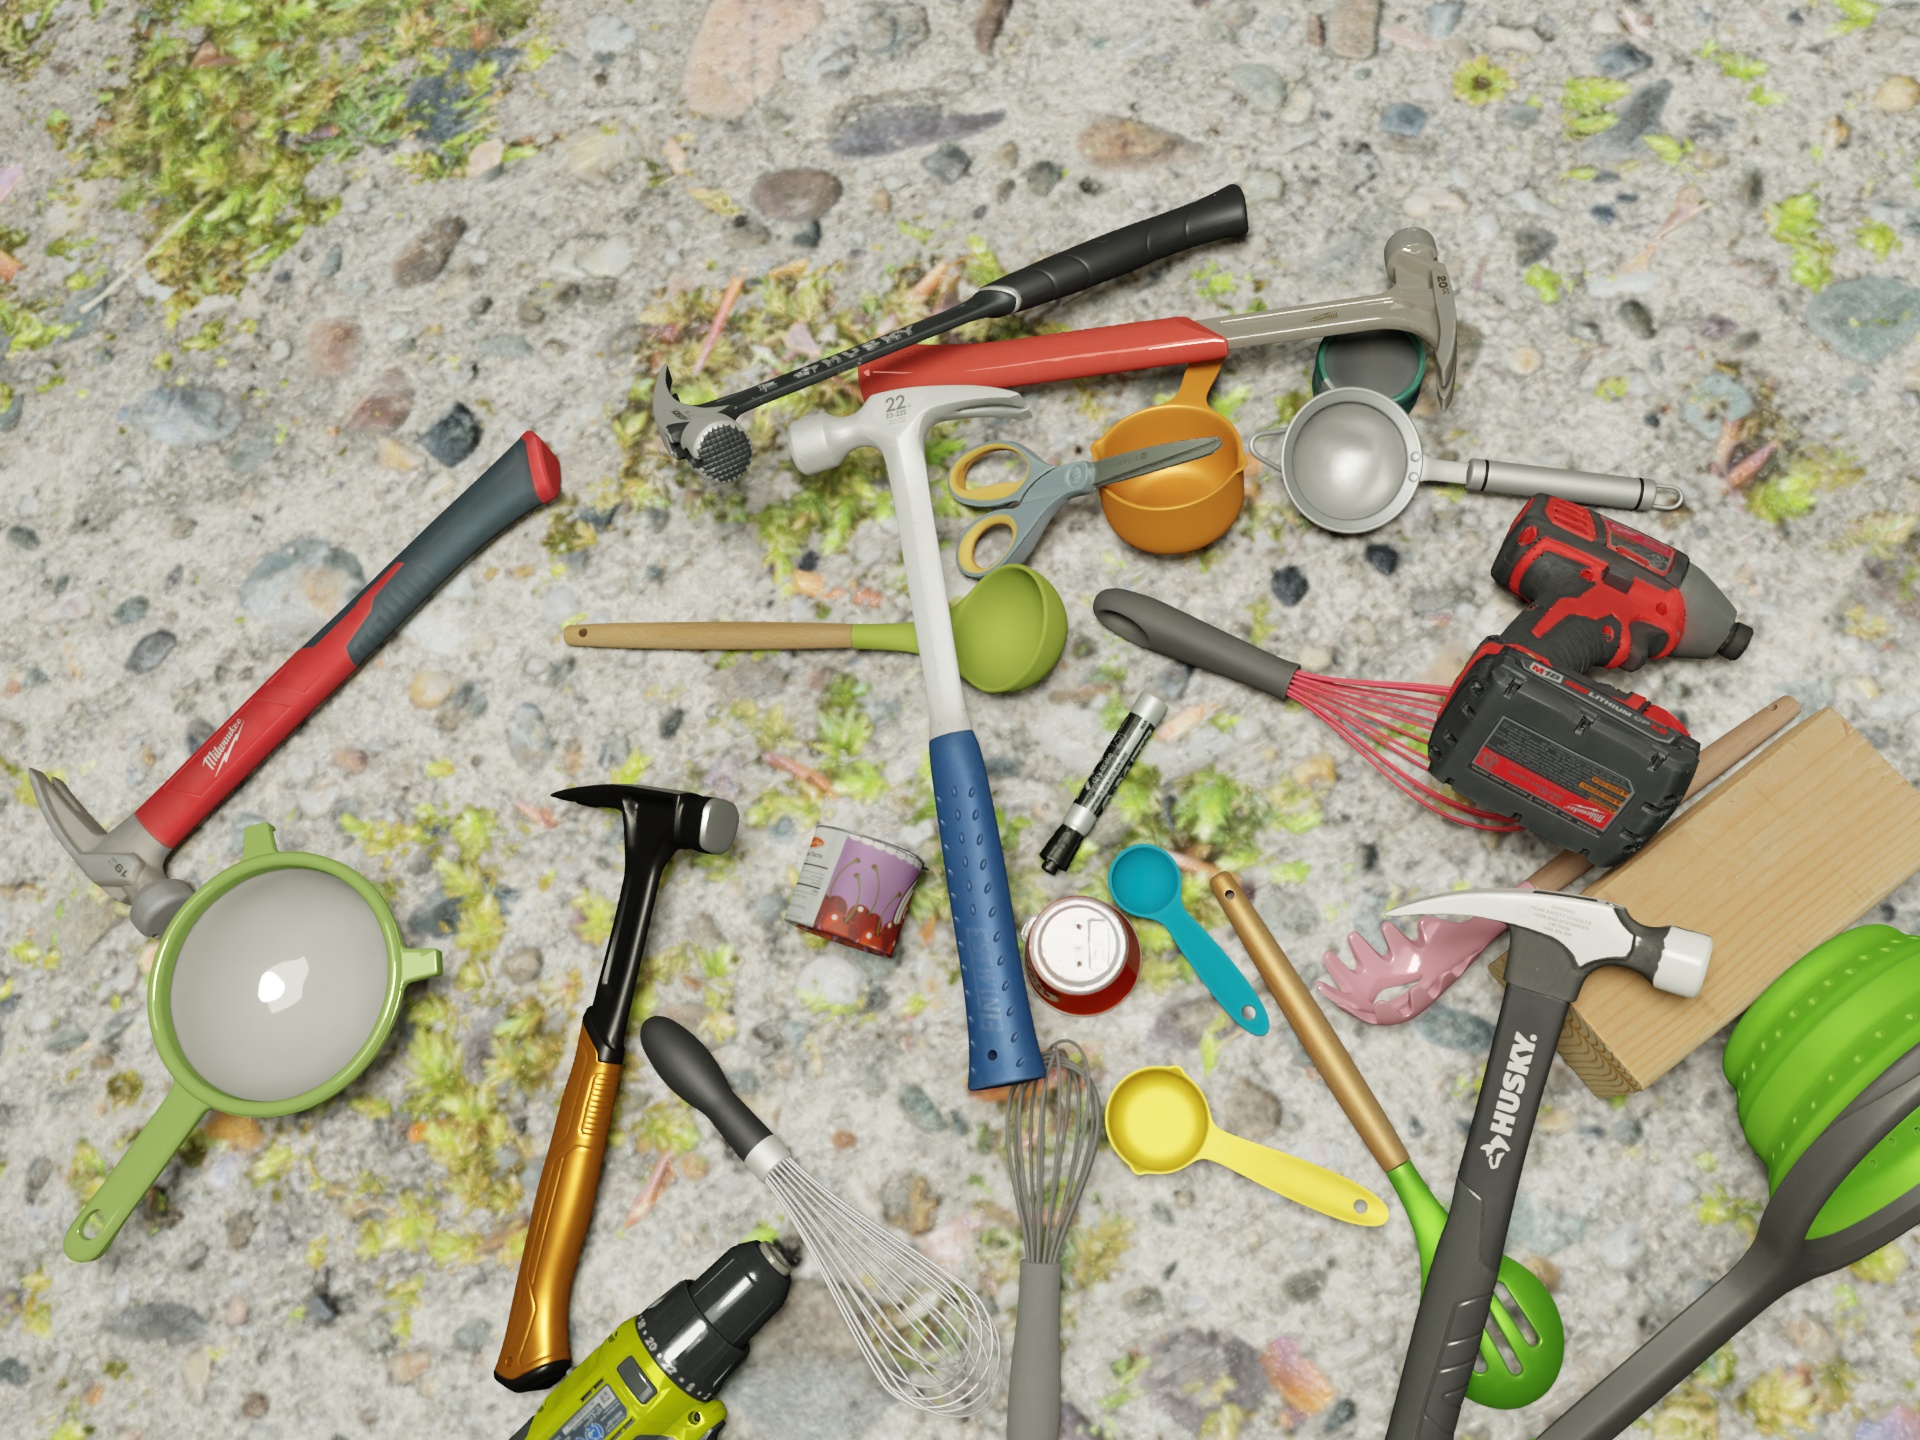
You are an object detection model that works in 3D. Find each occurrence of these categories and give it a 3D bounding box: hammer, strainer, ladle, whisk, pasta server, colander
[{"bbox_3d":[-0.214,0.202,0.902,0.127,0.034,0.337,4,78,34],"label":"hammer"},{"bbox_3d":[0.251,0.244,0.788,0.146,0.035,0.335,15,95,23],"label":"hammer"},{"bbox_3d":[0.298,-0.146,0.946,0.258,0.050,0.087,8,92,4],"label":"strainer"},{"bbox_3d":[-0.094,-0.055,0.963,0.320,0.062,0.078,1,77,11],"label":"ladle"},{"bbox_3d":[-0.085,0.264,0.869,0.070,0.070,0.285,-45,69,-7],"label":"whisk"},{"bbox_3d":[0.112,-0.222,0.962,0.359,0.036,0.149,-5,47,14],"label":"hammer"},{"bbox_3d":[-0.001,-0.003,0.887,0.144,0.035,0.406,-14,73,14],"label":"hammer"},{"bbox_3d":[-0.416,0.199,0.923,0.151,0.069,0.256,32,81,13],"label":"strainer"},{"bbox_3d":[0.003,-0.248,0.967,0.409,0.036,0.149,-25,32,-16],"label":"hammer"},{"bbox_3d":[0.046,0.291,0.848,0.055,0.055,0.239,3,78,8],"label":"whisk"},{"bbox_3d":[0.335,0.074,0.876,0.316,0.040,0.060,-34,30,-5],"label":"pasta server"},{"bbox_3d":[0.208,-0.013,0.910,0.296,0.073,0.073,25,78,19],"label":"whisk"},{"bbox_3d":[0.389,0.225,0.784,0.397,0.204,0.095,-47,47,10],"label":"colander"},{"bbox_3d":[-0.411,-0.049,1.013,0.143,0.038,0.386,41,83,18],"label":"hammer"}]

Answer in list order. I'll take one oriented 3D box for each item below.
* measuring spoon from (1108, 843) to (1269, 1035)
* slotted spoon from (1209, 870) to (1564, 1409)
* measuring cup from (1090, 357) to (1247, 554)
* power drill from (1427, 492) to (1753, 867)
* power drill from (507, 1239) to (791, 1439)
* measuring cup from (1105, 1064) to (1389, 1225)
[{"bbox_3d":[0.130,0.126,0.903,0.042,0.021,0.129,-36,81,-11],"label":"measuring spoon"},{"bbox_3d":[0.219,0.217,0.856,0.070,0.031,0.314,-31,71,3],"label":"slotted spoon"},{"bbox_3d":[0.141,-0.173,0.973,0.095,0.052,0.174,10,55,21],"label":"measuring cup"},{"bbox_3d":[0.340,-0.031,0.844,0.143,0.078,0.220,29,45,11],"label":"power drill"},{"bbox_3d":[-0.113,0.406,0.819,0.190,0.080,0.229,-43,70,-6],"label":"power drill"},{"bbox_3d":[0.153,0.236,0.857,0.156,0.029,0.062,21,78,13],"label":"measuring cup"}]
